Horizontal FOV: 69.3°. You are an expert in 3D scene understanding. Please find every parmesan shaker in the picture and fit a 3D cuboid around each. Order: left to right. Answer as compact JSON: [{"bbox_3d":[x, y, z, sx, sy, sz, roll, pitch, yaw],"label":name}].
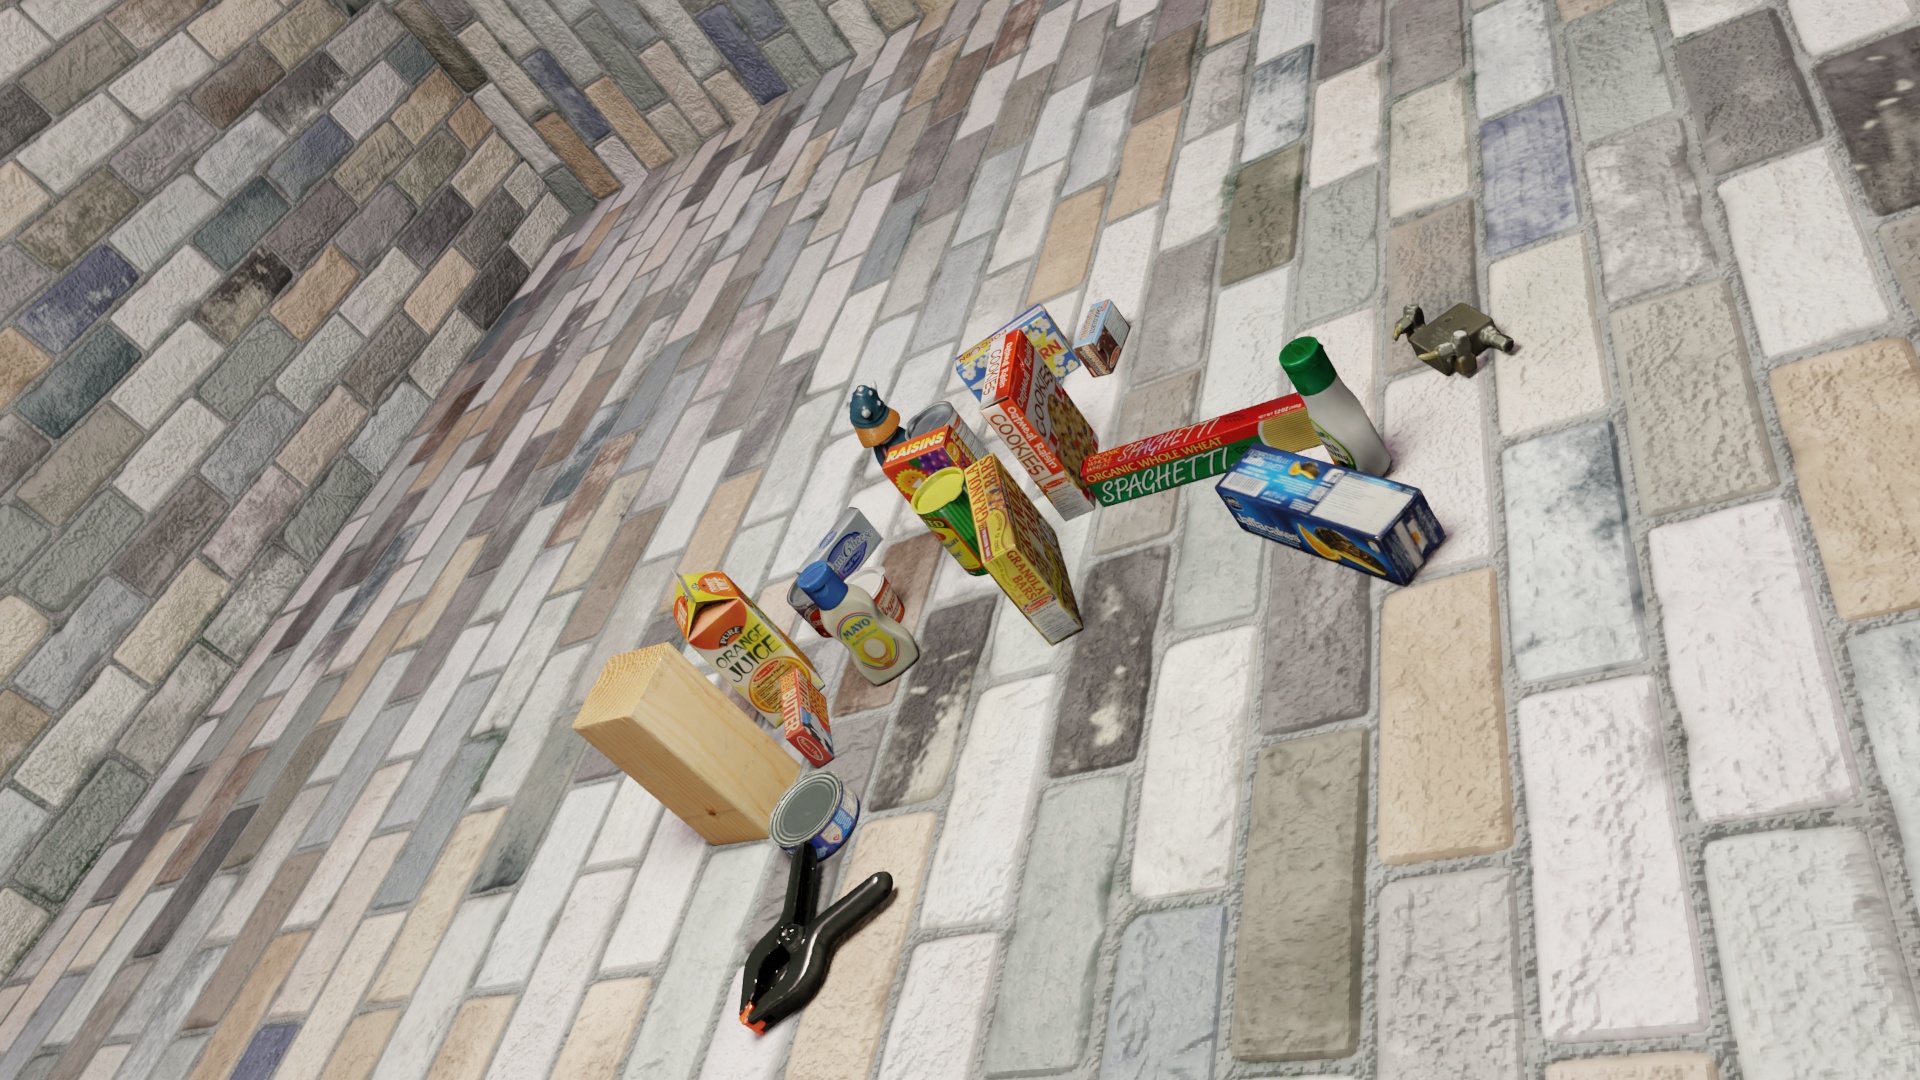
[{"bbox_3d":[0.005,-0.018,1.459,0.071,0.103,0.072,-27,33,20],"label":"parmesan shaker"}]

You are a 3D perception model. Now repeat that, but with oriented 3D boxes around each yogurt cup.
[{"bbox_3d":[-0.097,0.070,1.502,0.072,0.053,0.073,-27,33,20],"label":"yogurt cup"}]

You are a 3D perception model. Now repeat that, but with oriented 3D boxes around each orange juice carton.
[{"bbox_3d":[-0.236,0.104,1.471,0.073,0.192,0.072,-42,31,-3],"label":"orange juice carton"}]

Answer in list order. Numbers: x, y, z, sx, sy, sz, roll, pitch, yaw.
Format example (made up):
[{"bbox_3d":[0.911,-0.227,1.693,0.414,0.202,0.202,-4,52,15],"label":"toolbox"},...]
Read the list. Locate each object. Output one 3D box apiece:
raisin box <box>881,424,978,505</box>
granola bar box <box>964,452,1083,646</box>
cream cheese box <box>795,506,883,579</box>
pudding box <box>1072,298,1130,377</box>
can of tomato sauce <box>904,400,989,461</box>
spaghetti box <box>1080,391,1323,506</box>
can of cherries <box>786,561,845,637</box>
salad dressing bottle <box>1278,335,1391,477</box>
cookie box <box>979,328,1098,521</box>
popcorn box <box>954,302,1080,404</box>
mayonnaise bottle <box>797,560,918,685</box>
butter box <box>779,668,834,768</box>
[{"bbox_3d":[-0.015,-0.060,1.515,0.086,0.123,0.040,-18,37,31],"label":"raisin box"},{"bbox_3d":[0.059,0.007,1.350,0.039,0.124,0.166,-31,32,14],"label":"granola bar box"},{"bbox_3d":[-0.140,0.016,1.616,0.024,0.053,0.104,11,57,52],"label":"cream cheese box"},{"bbox_3d":[0.165,-0.237,1.623,0.030,0.049,0.084,-12,40,38],"label":"pudding box"},{"bbox_3d":[-0.016,-0.110,1.619,0.071,0.083,0.071,-27,33,20],"label":"can of tomato sauce"},{"bbox_3d":[0.233,-0.087,1.358,0.249,0.050,0.029,-16,38,33],"label":"spaghetti box"},{"bbox_3d":[-0.151,0.068,1.557,0.071,0.058,0.072,-27,33,20],"label":"can of cherries"},{"bbox_3d":[0.323,-0.112,1.201,0.044,0.147,0.064,-38,31,3],"label":"salad dressing bottle"},{"bbox_3d":[0.086,-0.121,1.444,0.040,0.167,0.123,-23,35,26],"label":"cookie box"},{"bbox_3d":[0.068,-0.213,1.661,0.126,0.085,0.038,-32,32,12],"label":"popcorn box"},{"bbox_3d":[-0.107,0.081,1.406,0.064,0.147,0.041,-35,31,8],"label":"mayonnaise bottle"},{"bbox_3d":[-0.158,0.181,1.424,0.024,0.053,0.104,-34,31,10],"label":"butter box"}]
